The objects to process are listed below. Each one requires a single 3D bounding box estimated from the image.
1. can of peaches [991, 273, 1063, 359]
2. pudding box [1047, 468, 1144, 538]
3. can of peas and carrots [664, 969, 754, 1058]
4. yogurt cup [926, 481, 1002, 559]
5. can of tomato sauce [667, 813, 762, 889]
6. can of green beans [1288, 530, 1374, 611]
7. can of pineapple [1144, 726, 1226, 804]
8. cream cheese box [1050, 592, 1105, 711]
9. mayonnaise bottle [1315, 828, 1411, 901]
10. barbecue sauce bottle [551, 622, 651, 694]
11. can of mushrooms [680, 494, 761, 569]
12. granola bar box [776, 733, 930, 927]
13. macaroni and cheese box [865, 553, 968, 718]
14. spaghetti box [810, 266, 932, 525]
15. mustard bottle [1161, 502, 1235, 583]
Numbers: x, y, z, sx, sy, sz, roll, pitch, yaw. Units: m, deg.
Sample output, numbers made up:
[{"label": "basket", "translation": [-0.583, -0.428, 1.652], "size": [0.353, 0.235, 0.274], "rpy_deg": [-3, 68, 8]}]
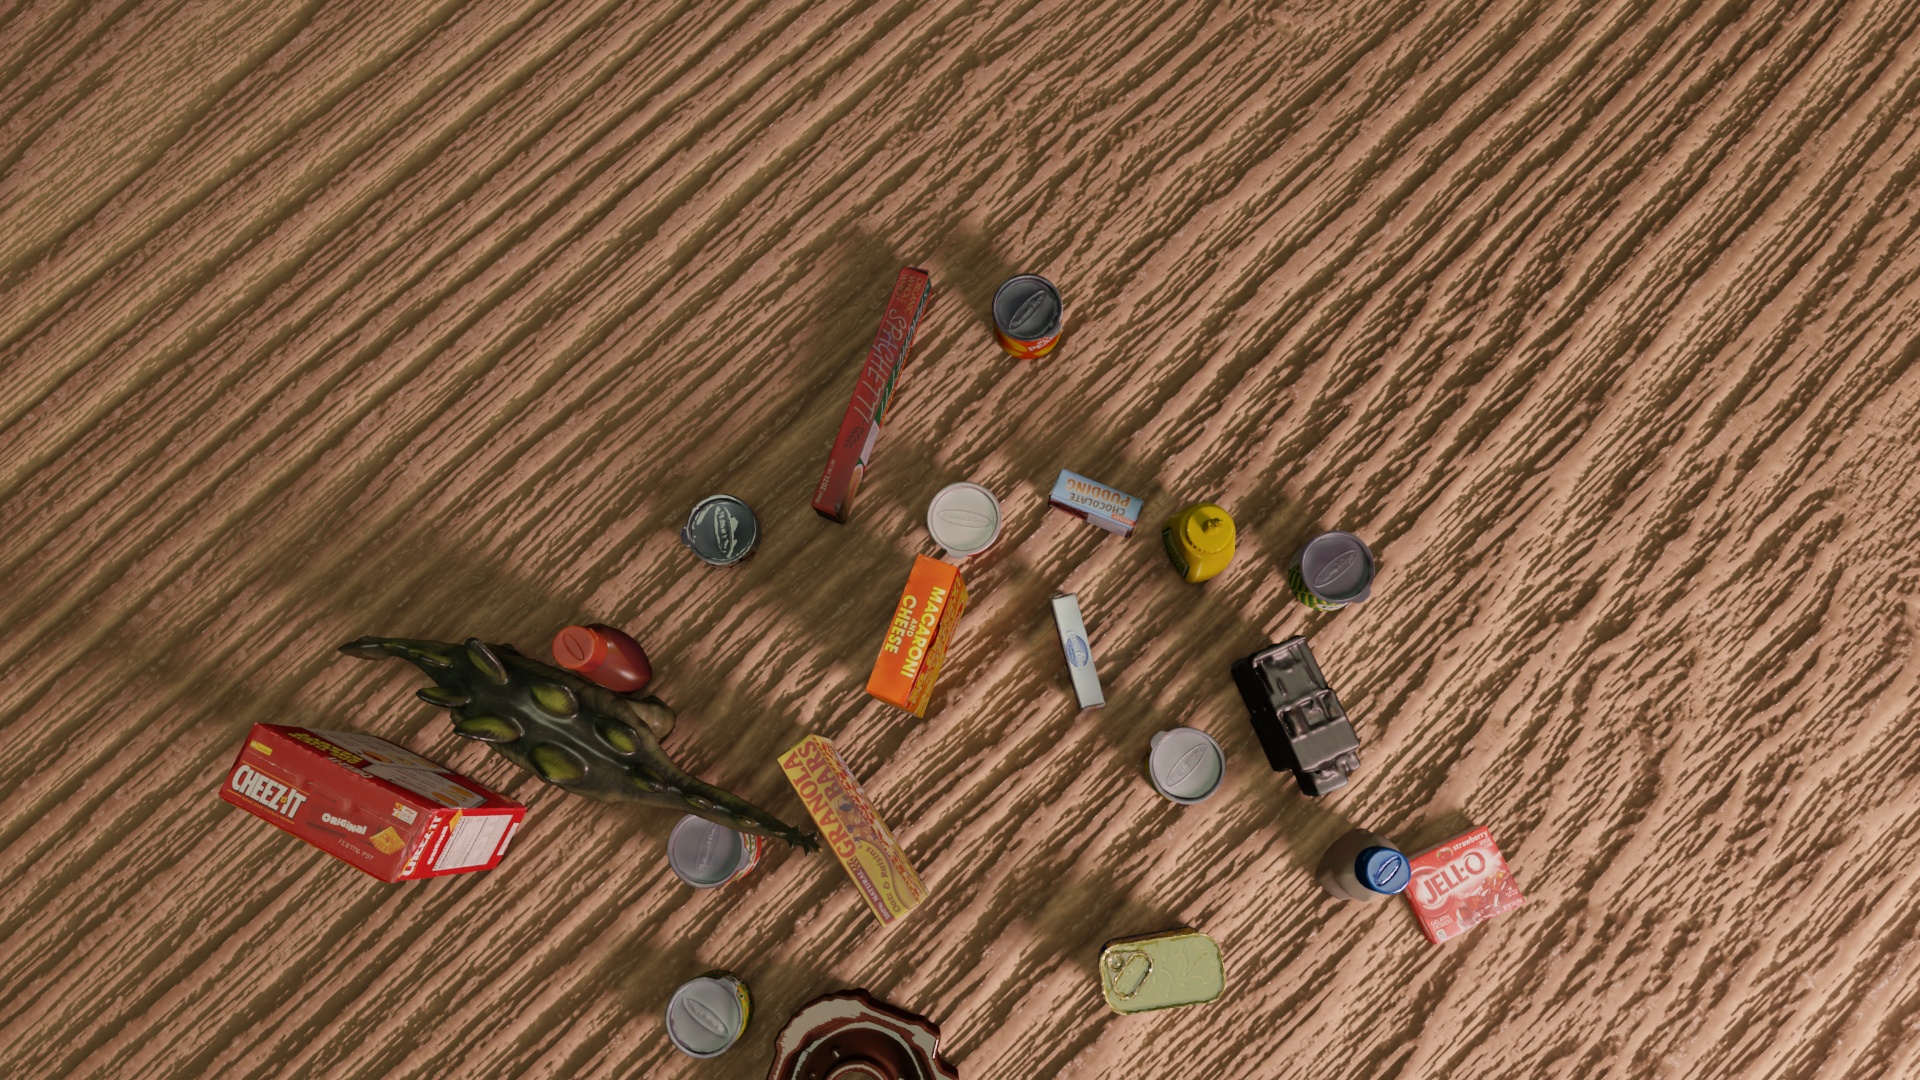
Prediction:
[{"label": "can of peaches", "translation": [0.065, -0.208, 1.307], "size": [0.071, 0.058, 0.071], "rpy_deg": [0, 79, 2]}, {"label": "pudding box", "translation": [0.124, -0.034, 1.275], "size": [0.084, 0.049, 0.030], "rpy_deg": [22, 81, 6]}, {"label": "can of peas and carrots", "translation": [-0.214, 0.406, 1.201], "size": [0.071, 0.058, 0.071], "rpy_deg": [0, 79, 2]}, {"label": "yogurt cup", "translation": [0.005, -0.016, 1.275], "size": [0.072, 0.054, 0.072], "rpy_deg": [0, 79, 2]}, {"label": "can of tomato sauce", "translation": [-0.211, 0.268, 1.215], "size": [0.071, 0.083, 0.071], "rpy_deg": [0, 80, 2]}, {"label": "can of green beans", "translation": [0.333, 0.028, 1.251], "size": [0.071, 0.057, 0.071], "rpy_deg": [0, 79, 2]}, {"label": "can of pineapple", "translation": [0.196, 0.197, 1.224], "size": [0.071, 0.057, 0.071], "rpy_deg": [0, 79, 2]}, {"label": "cream cheese box", "translation": [0.105, 0.101, 1.249], "size": [0.024, 0.053, 0.104], "rpy_deg": [-14, 79, 0]}, {"label": "mayonnaise bottle", "translation": [0.338, 0.272, 1.158], "size": [0.041, 0.148, 0.065], "rpy_deg": [42, 84, 9]}, {"label": "barbecue sauce bottle", "translation": [-0.316, 0.100, 1.218], "size": [0.044, 0.148, 0.065], "rpy_deg": [-39, 80, -4]}, {"label": "can of mushrooms", "translation": [-0.222, -0.007, 1.293], "size": [0.071, 0.033, 0.071], "rpy_deg": [0, 79, 2]}, {"label": "granola bar box", "translation": [-0.091, 0.247, 1.193], "size": [0.039, 0.124, 0.166], "rpy_deg": [-34, 80, -4]}, {"label": "macaroni and cheese box", "translation": [-0.034, 0.086, 1.200], "size": [0.040, 0.166, 0.124], "rpy_deg": [20, 81, 6]}, {"label": "spaghetti box", "translation": [-0.081, -0.137, 1.304], "size": [0.029, 0.050, 0.250], "rpy_deg": [19, 81, 6]}, {"label": "mustard bottle", "translation": [0.210, -0.003, 1.210], "size": [0.049, 0.160, 0.065], "rpy_deg": [-24, 80, -2]}]
